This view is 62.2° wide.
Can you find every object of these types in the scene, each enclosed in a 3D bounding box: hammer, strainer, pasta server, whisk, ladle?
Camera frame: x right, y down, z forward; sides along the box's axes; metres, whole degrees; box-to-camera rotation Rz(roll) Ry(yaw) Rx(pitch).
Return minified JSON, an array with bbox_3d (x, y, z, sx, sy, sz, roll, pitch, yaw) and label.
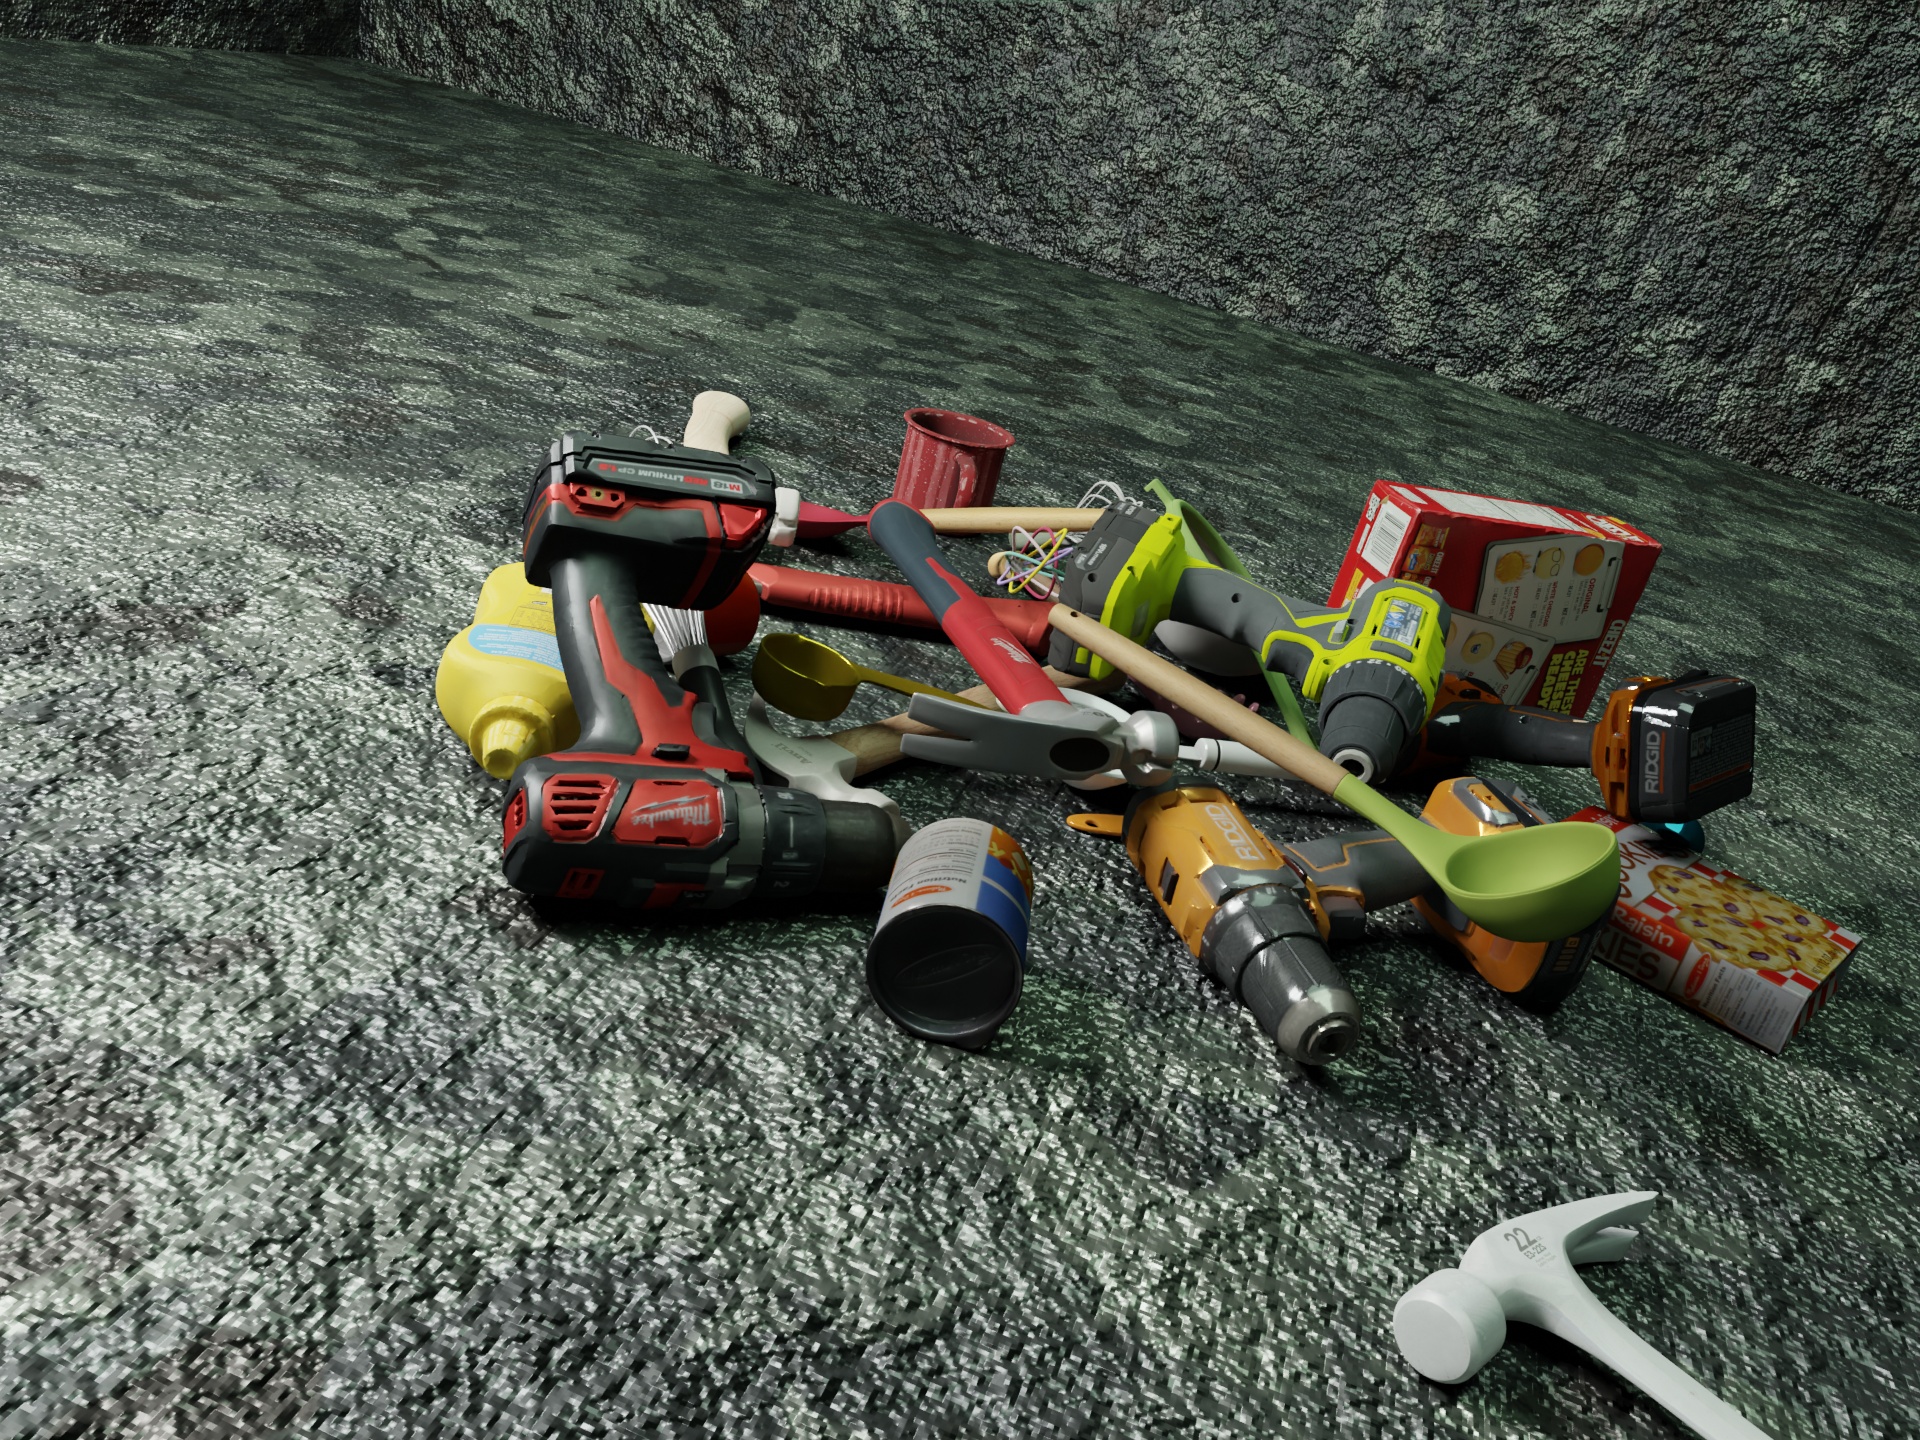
[{"bbox_3d":[-0.107,-0.091,1.067,0.359,0.036,0.149,7,25,-15],"label":"hammer"},{"bbox_3d":[0.138,0.022,0.940,0.258,0.050,0.087,7,33,-16],"label":"strainer"},{"bbox_3d":[-0.204,-0.209,1.221,0.146,0.038,0.411,8,19,-11],"label":"hammer"},{"bbox_3d":[-0.001,-0.003,0.941,0.130,0.031,0.331,29,27,28],"label":"hammer"},{"bbox_3d":[0.184,-0.044,1.107,0.151,0.069,0.257,38,26,-40],"label":"strainer"},{"bbox_3d":[0.105,-0.063,1.124,0.060,0.040,0.317,15,20,-32],"label":"pasta server"},{"bbox_3d":[-0.150,-0.051,0.854,0.070,0.070,0.285,0,50,-30],"label":"whisk"},{"bbox_3d":[-0.011,-0.063,0.942,0.143,0.038,0.387,6,22,-21],"label":"hammer"},{"bbox_3d":[0.082,-0.143,1.188,0.058,0.059,0.246,-23,9,-14],"label":"whisk"},{"bbox_3d":[0.045,-0.110,1.107,0.051,0.047,0.245,11,4,-6],"label":"whisk"},{"bbox_3d":[-0.014,-0.144,1.132,0.315,0.031,0.069,5,12,32],"label":"ladle"},{"bbox_3d":[0.169,0.009,0.784,0.320,0.062,0.078,34,43,29],"label":"ladle"},{"bbox_3d":[0.337,0.290,0.491,0.144,0.035,0.406,-10,34,-43],"label":"hammer"}]

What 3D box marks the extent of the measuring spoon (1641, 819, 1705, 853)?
[{"bbox_3d":[0.458,0.067,1.012,0.042,0.021,0.128,30,8,22],"label":"measuring spoon"}]

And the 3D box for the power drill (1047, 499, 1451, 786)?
[{"bbox_3d":[0.175,-0.045,0.961,0.228,0.080,0.191,19,36,14],"label":"power drill"}]

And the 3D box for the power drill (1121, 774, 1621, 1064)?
[{"bbox_3d":[0.212,0.096,0.794,0.226,0.084,0.186,2,29,-19],"label":"power drill"}]

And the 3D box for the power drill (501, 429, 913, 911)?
[{"bbox_3d":[-0.121,-0.016,0.755,0.187,0.080,0.227,6,59,-26],"label":"power drill"}]

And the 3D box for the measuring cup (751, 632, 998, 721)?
[{"bbox_3d":[-0.043,-0.009,0.872,0.156,0.029,0.062,16,22,-29],"label":"measuring cup"}]

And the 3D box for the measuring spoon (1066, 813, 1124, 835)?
[{"bbox_3d":[0.116,0.066,0.889,0.117,0.011,0.021,7,24,-7],"label":"measuring spoon"}]

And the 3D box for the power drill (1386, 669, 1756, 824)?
[{"bbox_3d":[0.376,0.006,1.016,0.164,0.084,0.227,-10,12,-44],"label":"power drill"}]
